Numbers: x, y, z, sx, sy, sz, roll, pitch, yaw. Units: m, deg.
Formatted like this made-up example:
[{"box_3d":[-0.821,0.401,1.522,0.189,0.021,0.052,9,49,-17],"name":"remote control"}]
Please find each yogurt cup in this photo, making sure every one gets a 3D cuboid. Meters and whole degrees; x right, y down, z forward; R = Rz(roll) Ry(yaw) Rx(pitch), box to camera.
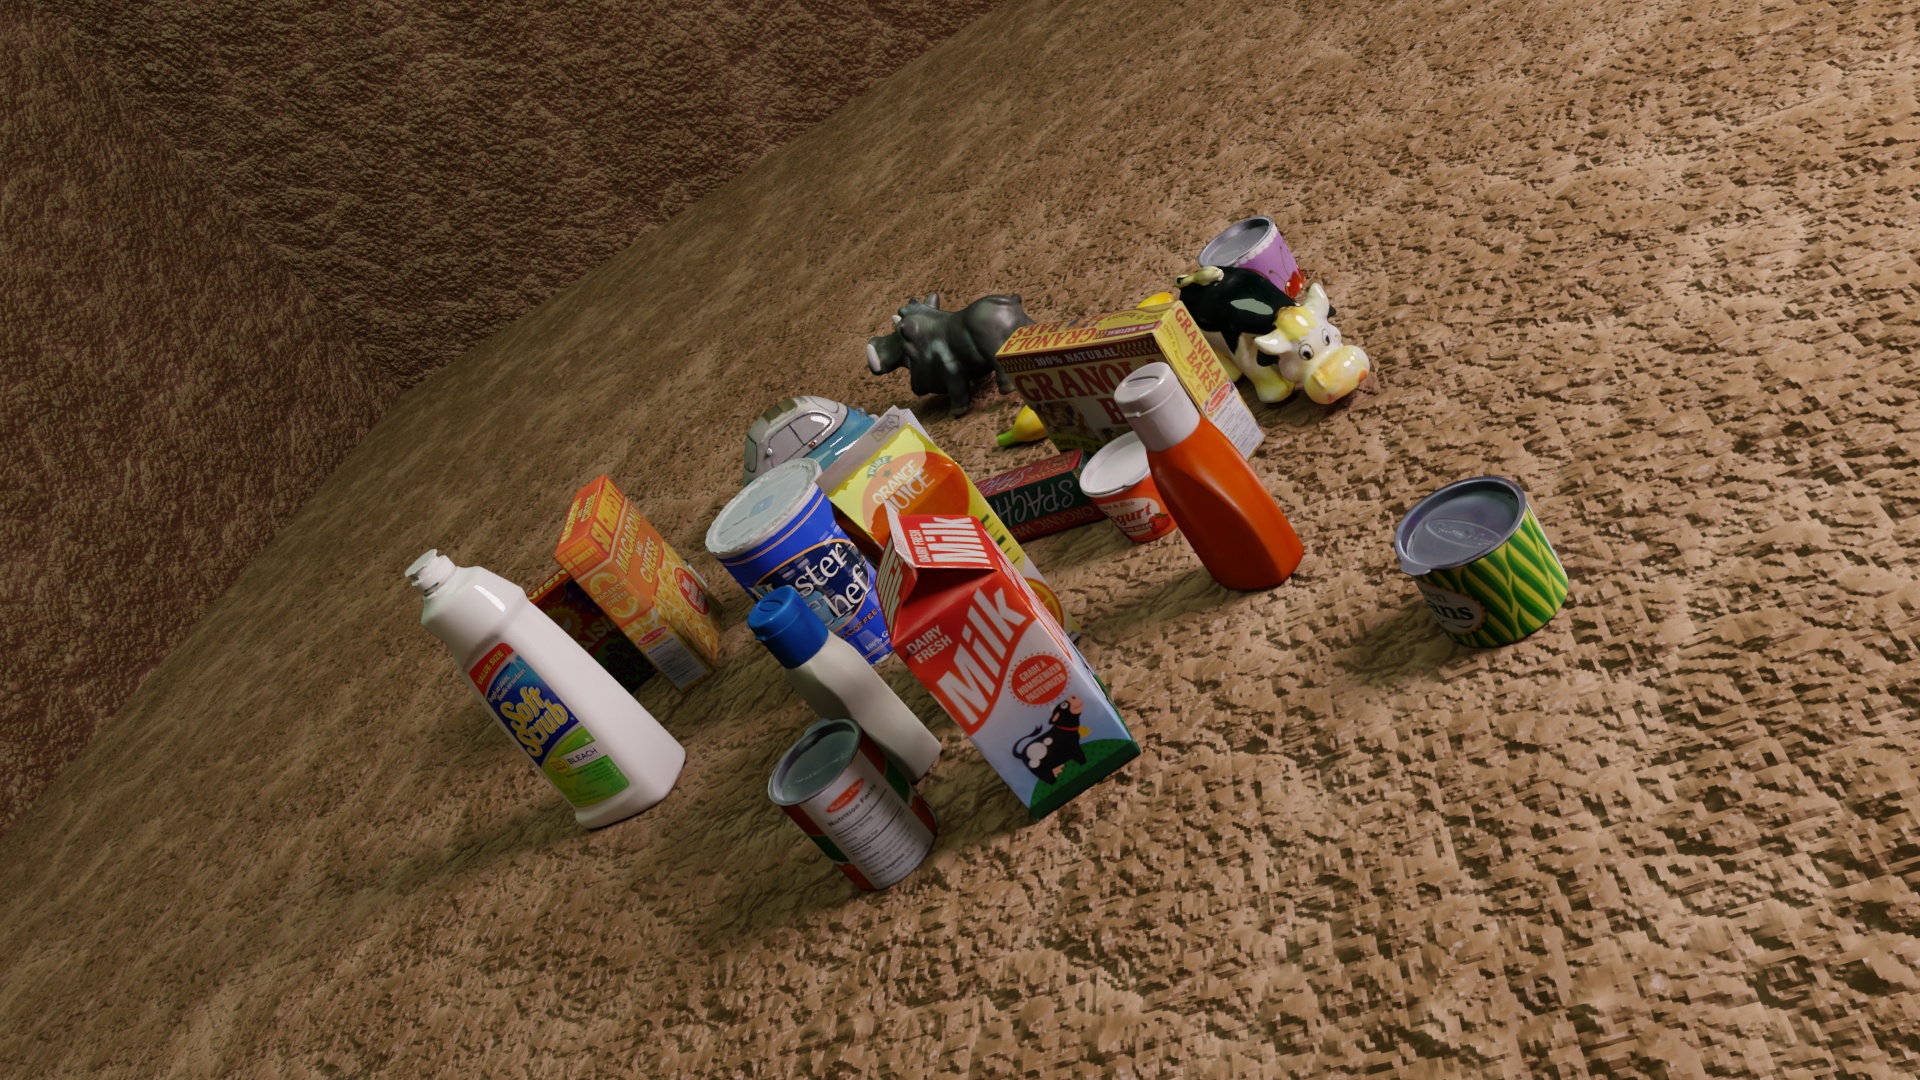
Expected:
[{"box_3d":[0.123,-0.036,0.949,0.072,0.054,0.073,-29,26,16],"name":"yogurt cup"}]

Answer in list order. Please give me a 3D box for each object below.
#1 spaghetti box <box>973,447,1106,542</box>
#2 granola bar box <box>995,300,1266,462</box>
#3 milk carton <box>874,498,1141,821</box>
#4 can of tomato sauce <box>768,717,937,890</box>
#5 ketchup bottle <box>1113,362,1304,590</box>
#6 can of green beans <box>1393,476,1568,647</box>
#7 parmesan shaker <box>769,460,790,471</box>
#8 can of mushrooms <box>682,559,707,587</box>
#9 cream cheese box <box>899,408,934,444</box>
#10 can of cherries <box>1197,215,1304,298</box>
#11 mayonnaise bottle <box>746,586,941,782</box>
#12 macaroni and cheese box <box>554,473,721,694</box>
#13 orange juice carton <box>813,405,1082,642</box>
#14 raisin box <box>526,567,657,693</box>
[{"box_3d":[0.004,-0.013,1.068,0.249,0.050,0.029,-17,32,36],"name":"spaghetti box"},{"box_3d":[0.117,-0.102,0.986,0.165,0.124,0.039,1,45,53],"name":"granola bar box"},{"box_3d":[0.015,0.058,0.770,0.073,0.190,0.072,-35,25,6],"name":"milk carton"},{"box_3d":[-0.063,0.157,0.829,0.071,0.083,0.071,-29,26,16],"name":"can of tomato sauce"},{"box_3d":[0.142,-0.036,0.815,0.064,0.148,0.044,0,44,52],"name":"ketchup bottle"},{"box_3d":[0.259,0.011,0.692,0.071,0.057,0.071,-29,26,16],"name":"can of green beans"},{"box_3d":[-0.131,-0.007,1.167,0.071,0.103,0.071,-29,26,16],"name":"parmesan shaker"},{"box_3d":[-0.281,0.052,1.338,0.071,0.033,0.071,-29,26,16],"name":"can of mushrooms"},{"box_3d":[-0.067,-0.065,1.240,0.024,0.053,0.104,-4,41,49],"name":"cream cheese box"},{"box_3d":[0.231,-0.214,1.106,0.071,0.058,0.072,-29,26,16],"name":"can of cherries"},{"box_3d":[-0.075,0.092,0.877,0.064,0.147,0.041,0,44,52],"name":"mayonnaise bottle"},{"box_3d":[-0.276,0.037,1.204,0.040,0.166,0.124,-33,26,10],"name":"macaroni and cheese box"},{"box_3d":[-0.012,0.009,0.884,0.072,0.192,0.073,-43,26,-12],"name":"orange juice carton"},{"box_3d":[-0.327,0.081,1.244,0.086,0.123,0.040,-40,25,-6],"name":"raisin box"}]
